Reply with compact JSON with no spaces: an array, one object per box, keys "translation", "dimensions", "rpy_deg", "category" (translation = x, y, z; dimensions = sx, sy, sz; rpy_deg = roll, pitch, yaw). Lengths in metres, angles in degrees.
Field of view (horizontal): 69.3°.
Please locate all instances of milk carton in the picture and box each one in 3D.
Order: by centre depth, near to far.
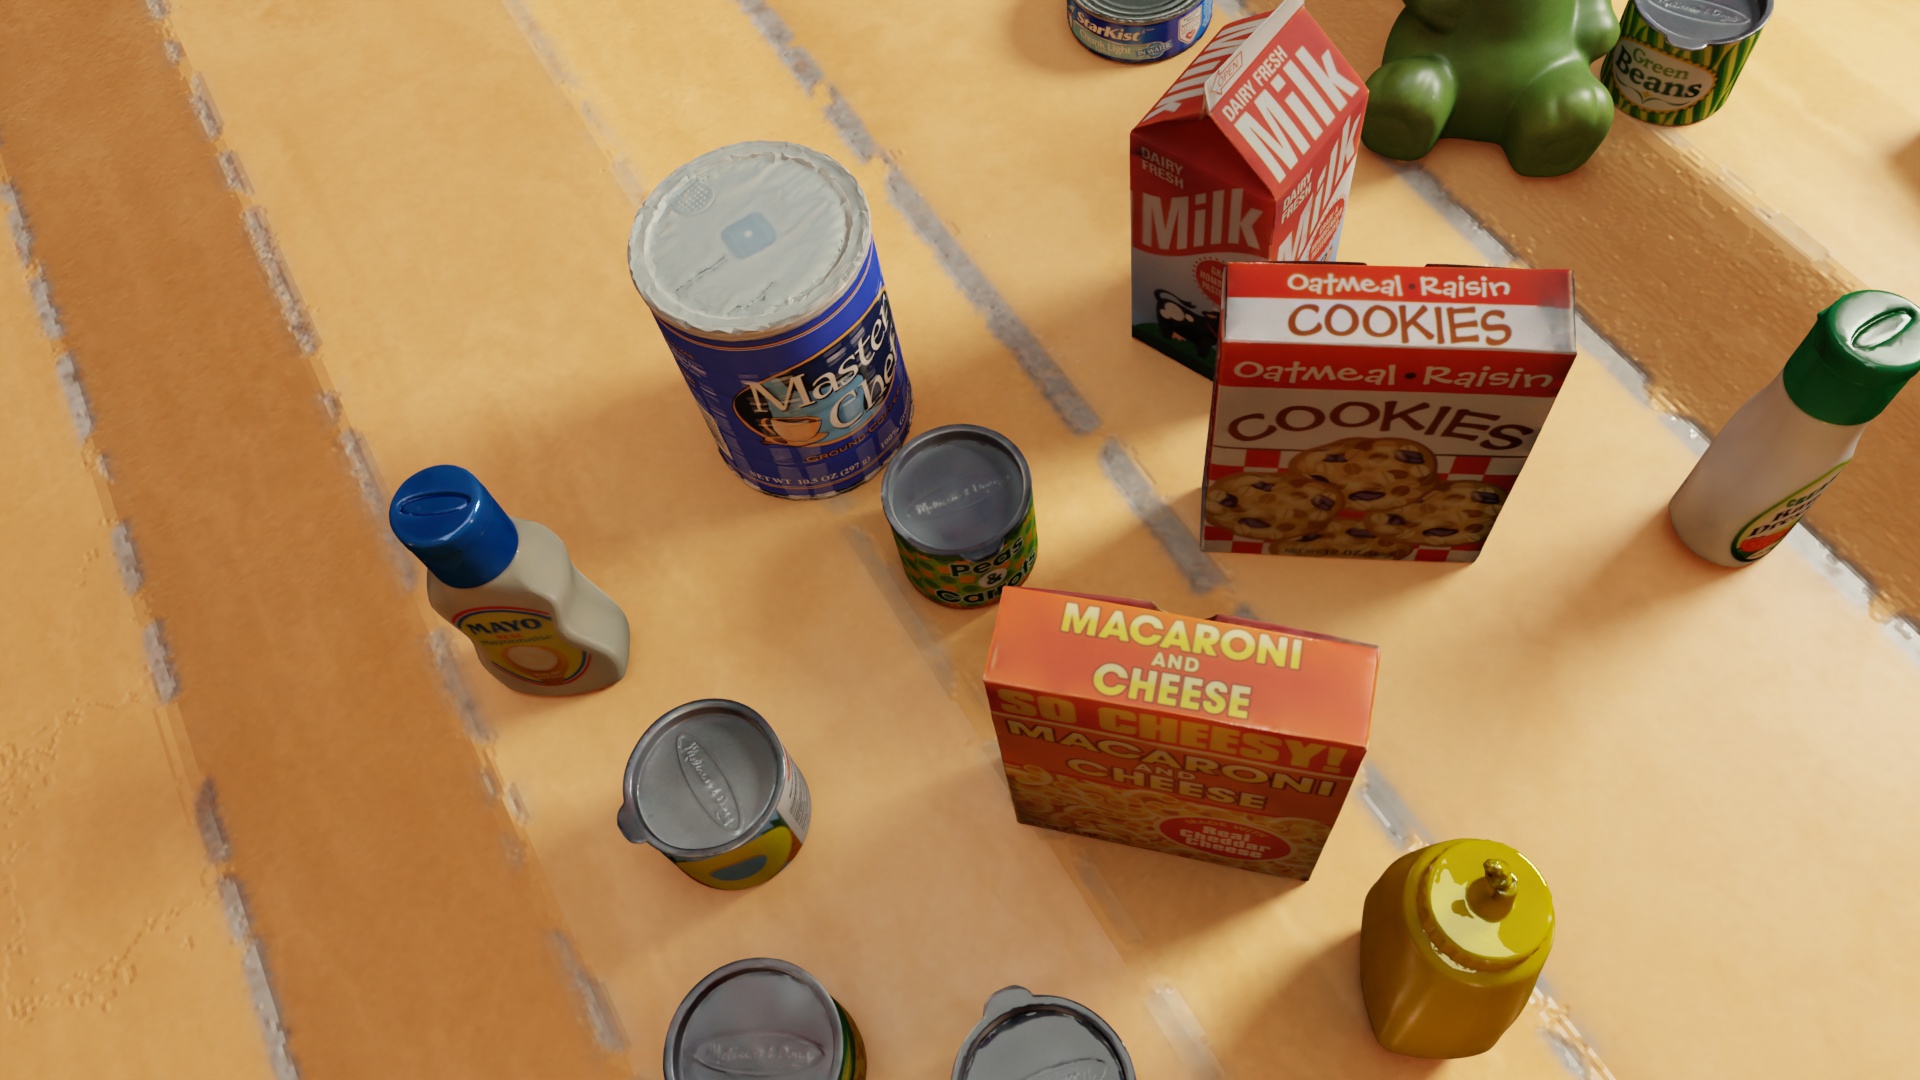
[{"translation":[0.124,-0.152,0.613],"dimensions":[0.073,0.189,0.072],"rpy_deg":[33,71,21],"category":"milk carton"}]

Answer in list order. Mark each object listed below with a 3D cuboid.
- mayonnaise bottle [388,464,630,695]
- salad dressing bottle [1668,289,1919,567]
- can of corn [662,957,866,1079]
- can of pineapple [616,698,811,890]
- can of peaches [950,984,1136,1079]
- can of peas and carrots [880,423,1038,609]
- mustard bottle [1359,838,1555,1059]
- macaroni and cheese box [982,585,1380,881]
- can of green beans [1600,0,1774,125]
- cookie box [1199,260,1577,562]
[{"translation":[-0.189,0.021,0.581],"dimensions":[0.065,0.147,0.041],"rpy_deg":[-5,62,4],"category":"mayonnaise bottle"},{"translation":[0.332,-0.041,0.554],"dimensions":[0.064,0.147,0.044],"rpy_deg":[-29,63,-8],"category":"salad dressing bottle"},{"translation":[-0.072,0.199,0.523],"dimensions":[0.071,0.058,0.071],"rpy_deg":[-3,62,5],"category":"can of corn"},{"translation":[-0.101,0.107,0.576],"dimensions":[0.071,0.057,0.071],"rpy_deg":[-3,62,5],"category":"can of pineapple"},{"translation":[0.031,0.203,0.509],"dimensions":[0.071,0.057,0.071],"rpy_deg":[-3,62,5],"category":"can of peaches"},{"translation":[0.002,-0.008,0.625],"dimensions":[0.071,0.058,0.071],"rpy_deg":[-3,62,5],"category":"can of peas and carrots"},{"translation":[0.169,0.135,0.472],"dimensions":[0.049,0.159,0.065],"rpy_deg":[-1,62,6],"category":"mustard bottle"},{"translation":[0.078,0.075,0.511],"dimensions":[0.124,0.165,0.040],"rpy_deg":[9,64,11],"category":"macaroni and cheese box"},{"translation":[0.372,-0.258,0.717],"dimensions":[0.071,0.057,0.071],"rpy_deg":[-3,62,5],"category":"can of green beans"},{"translation":[0.164,-0.047,0.566],"dimensions":[0.123,0.166,0.040],"rpy_deg":[3,63,8],"category":"cookie box"}]
